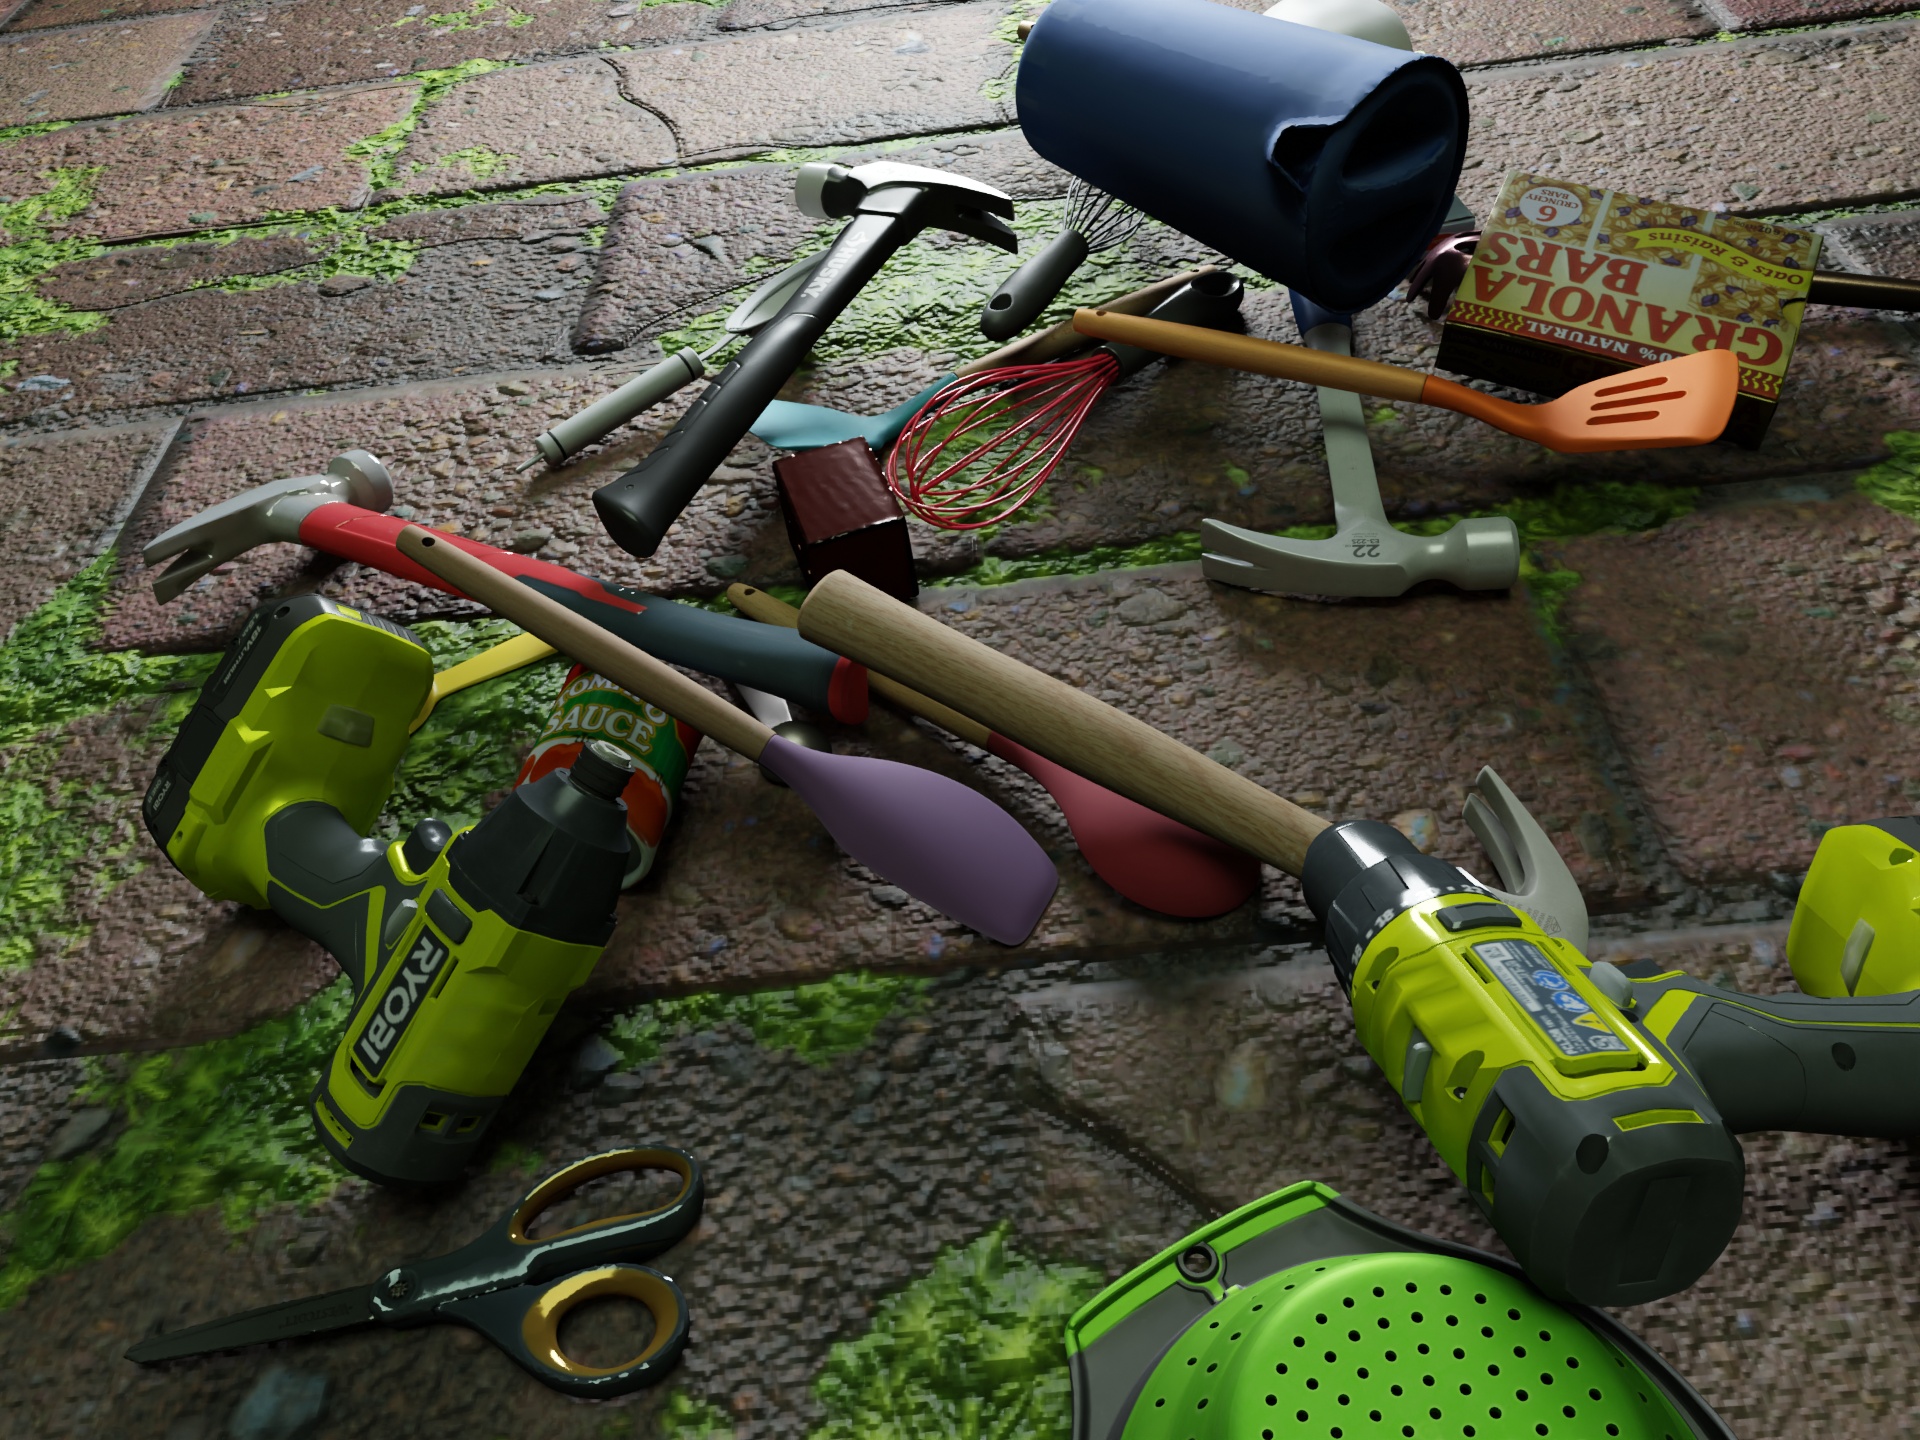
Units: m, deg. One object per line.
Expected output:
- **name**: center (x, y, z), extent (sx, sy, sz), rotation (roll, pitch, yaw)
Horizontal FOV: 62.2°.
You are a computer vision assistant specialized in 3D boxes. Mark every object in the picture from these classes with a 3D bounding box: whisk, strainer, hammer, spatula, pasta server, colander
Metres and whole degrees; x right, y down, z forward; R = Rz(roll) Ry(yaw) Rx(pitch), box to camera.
- **whisk**: center (0.063, -0.284, 0.951), extent (0.055, 0.055, 0.239), rotation (12, 42, 21)
- **strainer**: center (0.203, -0.453, 1.102), extent (0.256, 0.069, 0.152), rotation (-19, 45, -12)
- **hammer**: center (0.083, 0.021, 0.625), extent (0.331, 0.031, 0.130), rotation (27, 52, 15)
- **strainer**: center (-0.154, -0.214, 0.944), extent (0.258, 0.050, 0.087), rotation (-36, 28, -17)
- **spatula**: center (0.208, -0.177, 0.789), extent (0.323, 0.041, 0.081), rotation (16, 48, 19)
- **hammer**: center (-0.217, -0.057, 0.770), extent (0.386, 0.038, 0.143), rotation (17, 36, 26)
- **pasta server**: center (0.413, -0.240, 0.885), extent (0.316, 0.040, 0.060), rotation (9, 47, 13)
- **whisk**: center (0.068, -0.186, 0.868), extent (0.073, 0.073, 0.296), rotation (27, 49, 32)
- **spatula**: center (0.019, -0.210, 0.907), extent (0.317, 0.044, 0.082), rotation (-27, 40, -18)
- **hammer**: center (0.198, -0.207, 0.879), extent (0.144, 0.035, 0.406), rotation (-2, 45, 7)
- **hammer**: center (-0.089, -0.202, 0.849), extent (0.146, 0.035, 0.335), rotation (13, 51, 22)
- **colander**: center (0.163, 0.260, 0.371), extent (0.204, 0.094, 0.398), rotation (-25, 46, -15)
- **spatula**: center (-0.101, -0.002, 0.665), extent (0.316, 0.018, 0.060), rotation (29, 53, 6)

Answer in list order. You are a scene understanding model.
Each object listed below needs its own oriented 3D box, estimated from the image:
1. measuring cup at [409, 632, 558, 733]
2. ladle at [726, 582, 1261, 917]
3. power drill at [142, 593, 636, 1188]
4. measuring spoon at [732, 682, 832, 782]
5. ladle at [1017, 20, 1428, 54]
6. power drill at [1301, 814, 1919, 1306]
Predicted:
- **measuring cup**: center (-0.244, -0.034, 0.784), extent (0.156, 0.029, 0.062), rotation (-25, 46, -15)
- **ladle**: center (-0.001, -0.002, 0.715), extent (0.316, 0.031, 0.069), rotation (29, 53, 35)
- **power drill**: center (-0.222, 0.047, 0.625), extent (0.223, 0.080, 0.171), rotation (34, 95, 37)
- **measuring spoon**: center (-0.094, -0.016, 0.748), extent (0.034, 0.018, 0.124), rotation (-22, 45, -12)
- **ladle**: center (0.164, -0.431, 1.044), extent (0.320, 0.062, 0.078), rotation (28, 74, 29)
- **power drill**: center (0.234, 0.085, 0.502), extent (0.228, 0.080, 0.191), rotation (-2, 26, -12)
